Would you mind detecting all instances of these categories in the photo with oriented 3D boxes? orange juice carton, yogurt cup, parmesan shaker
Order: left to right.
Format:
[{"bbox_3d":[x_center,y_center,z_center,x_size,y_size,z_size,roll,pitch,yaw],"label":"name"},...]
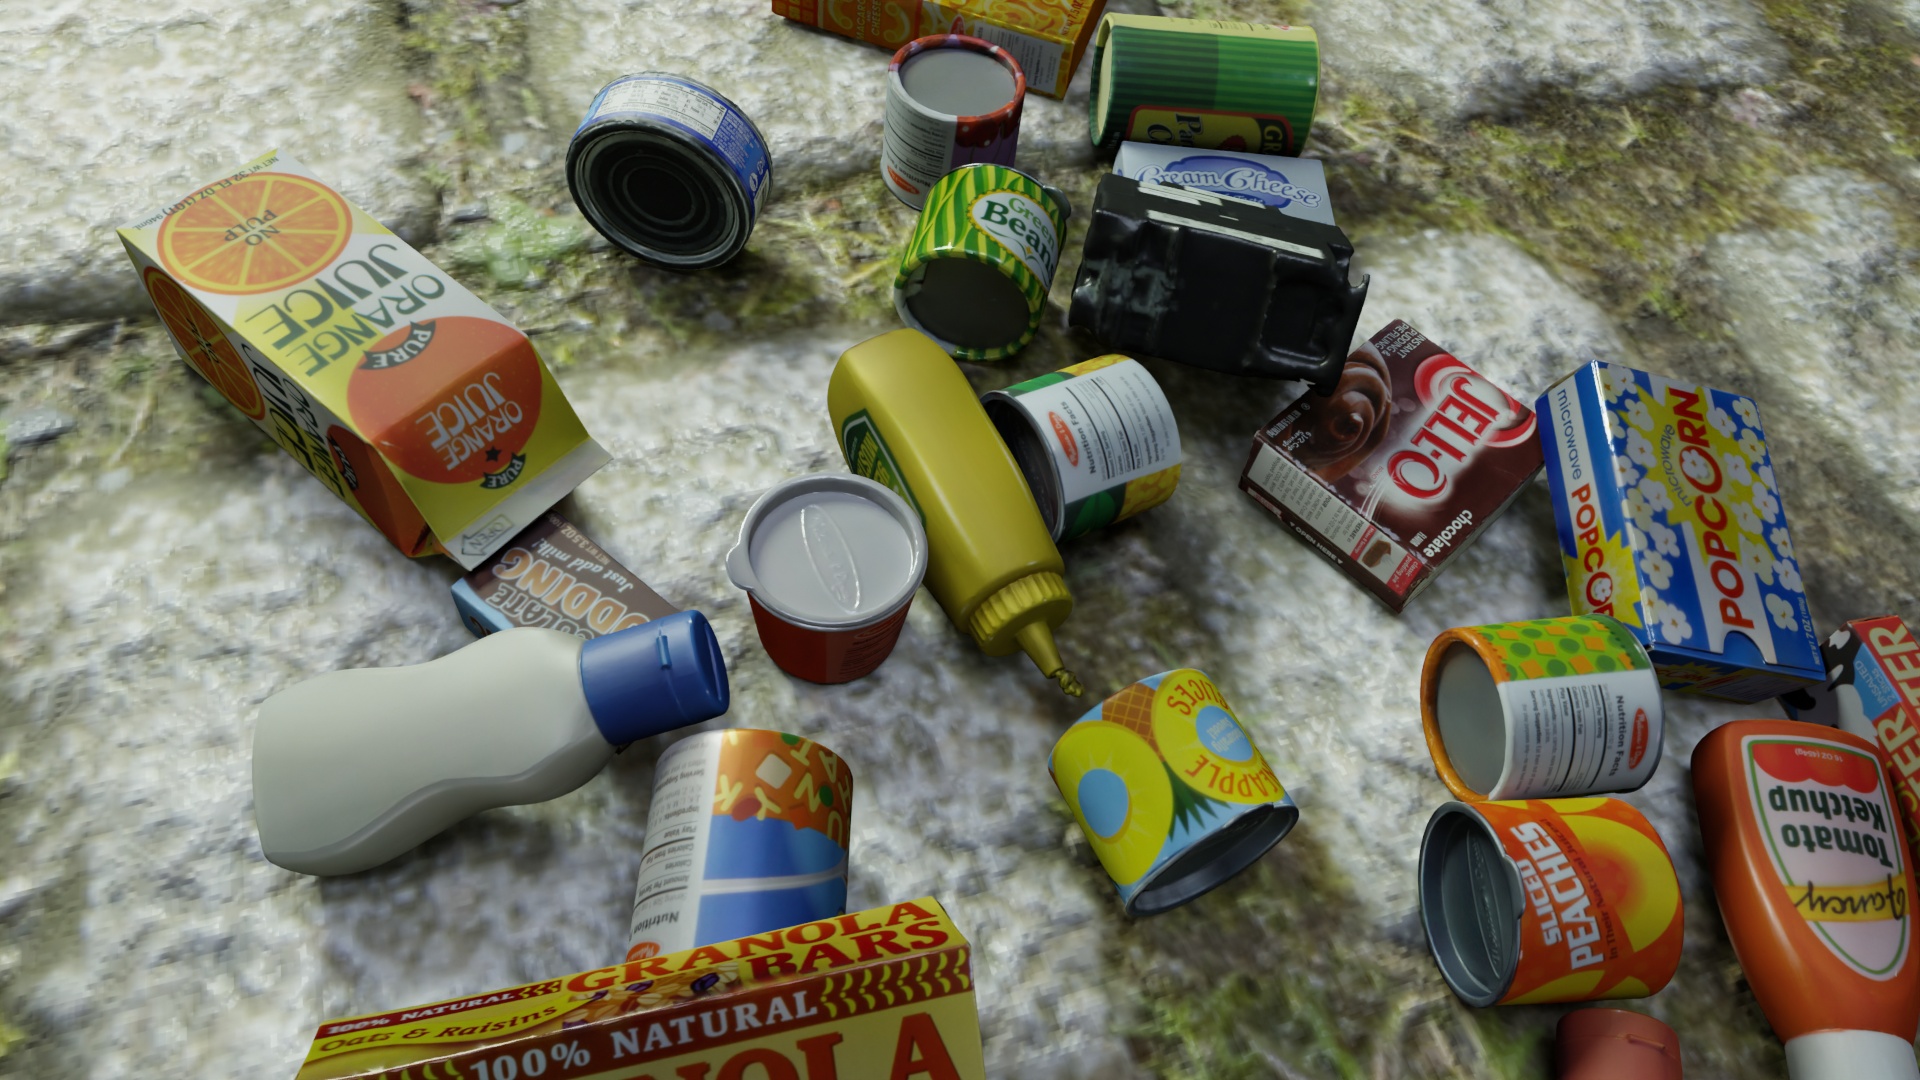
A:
[{"bbox_3d":[-0.226,-0.064,0.536,0.193,0.072,0.072,36,57,17],"label":"orange juice carton"},{"bbox_3d":[-0.048,0.016,0.512,0.072,0.053,0.073,3,54,-5],"label":"yogurt cup"},{"bbox_3d":[0.121,-0.229,0.704,0.103,0.071,0.071,2,54,-4],"label":"parmesan shaker"}]

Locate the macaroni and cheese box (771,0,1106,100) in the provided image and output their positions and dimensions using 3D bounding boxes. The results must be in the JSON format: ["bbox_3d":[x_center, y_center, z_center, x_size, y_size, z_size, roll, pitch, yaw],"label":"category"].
[{"bbox_3d":[-0.004,-0.314,0.764,0.166,0.040,0.124,18,55,5],"label":"macaroni and cheese box"}]

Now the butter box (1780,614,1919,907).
[{"bbox_3d":[0.350,0.084,0.513,0.024,0.052,0.104,-8,56,-10],"label":"butter box"}]

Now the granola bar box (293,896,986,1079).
[{"bbox_3d":[-0.074,0.173,0.364,0.166,0.039,0.124,-8,97,-13],"label":"granola bar box"}]

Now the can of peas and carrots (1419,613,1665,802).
[{"bbox_3d":[0.208,0.061,0.506,0.059,0.070,0.071,-4,55,-9],"label":"can of peas and carrots"}]

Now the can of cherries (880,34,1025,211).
[{"bbox_3d":[-0.003,-0.202,0.672,0.071,0.058,0.072,3,55,-4],"label":"can of cherries"}]

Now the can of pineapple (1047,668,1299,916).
[{"bbox_3d":[0.072,0.084,0.469,0.071,0.070,0.058,-20,59,-20],"label":"can of pineapple"}]

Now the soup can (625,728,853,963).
[{"bbox_3d":[-0.066,0.111,0.436,0.071,0.071,0.084,4,54,-4],"label":"soup can"}]

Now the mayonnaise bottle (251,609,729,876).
[{"bbox_3d":[-0.151,0.060,0.451,0.148,0.041,0.065,-16,65,2],"label":"mayonnaise bottle"}]

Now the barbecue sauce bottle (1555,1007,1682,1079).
[{"bbox_3d":[0.194,0.215,0.406,0.065,0.043,0.149,15,54,4],"label":"barbecue sauce bottle"}]

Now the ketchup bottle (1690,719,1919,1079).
[{"bbox_3d":[0.295,0.136,0.475,0.065,0.043,0.149,9,54,2],"label":"ketchup bottle"}]

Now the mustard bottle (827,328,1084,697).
[{"bbox_3d":[0.002,-0.007,0.530,0.049,0.065,0.161,-22,64,-21],"label":"mustard bottle"}]

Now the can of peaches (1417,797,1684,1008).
[{"bbox_3d":[0.194,0.118,0.458,0.058,0.071,0.071,0,55,-8],"label":"can of peaches"}]

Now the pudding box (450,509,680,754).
[{"bbox_3d":[-0.137,0.033,0.504,0.084,0.030,0.050,36,59,18],"label":"pudding box"}]

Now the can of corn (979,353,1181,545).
[{"bbox_3d":[0.045,-0.035,0.554,0.058,0.070,0.071,-20,59,-24],"label":"can of corn"}]

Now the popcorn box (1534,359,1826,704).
[{"bbox_3d":[0.284,-0.004,0.553,0.085,0.038,0.127,11,63,-18],"label":"popcorn box"}]

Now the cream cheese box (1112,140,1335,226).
[{"bbox_3d":[0.128,-0.167,0.684,0.104,0.024,0.053,4,53,-4],"label":"cream cheese box"}]

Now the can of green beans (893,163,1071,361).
[{"bbox_3d":[0.009,-0.121,0.610,0.071,0.071,0.058,14,54,3],"label":"can of green beans"}]
